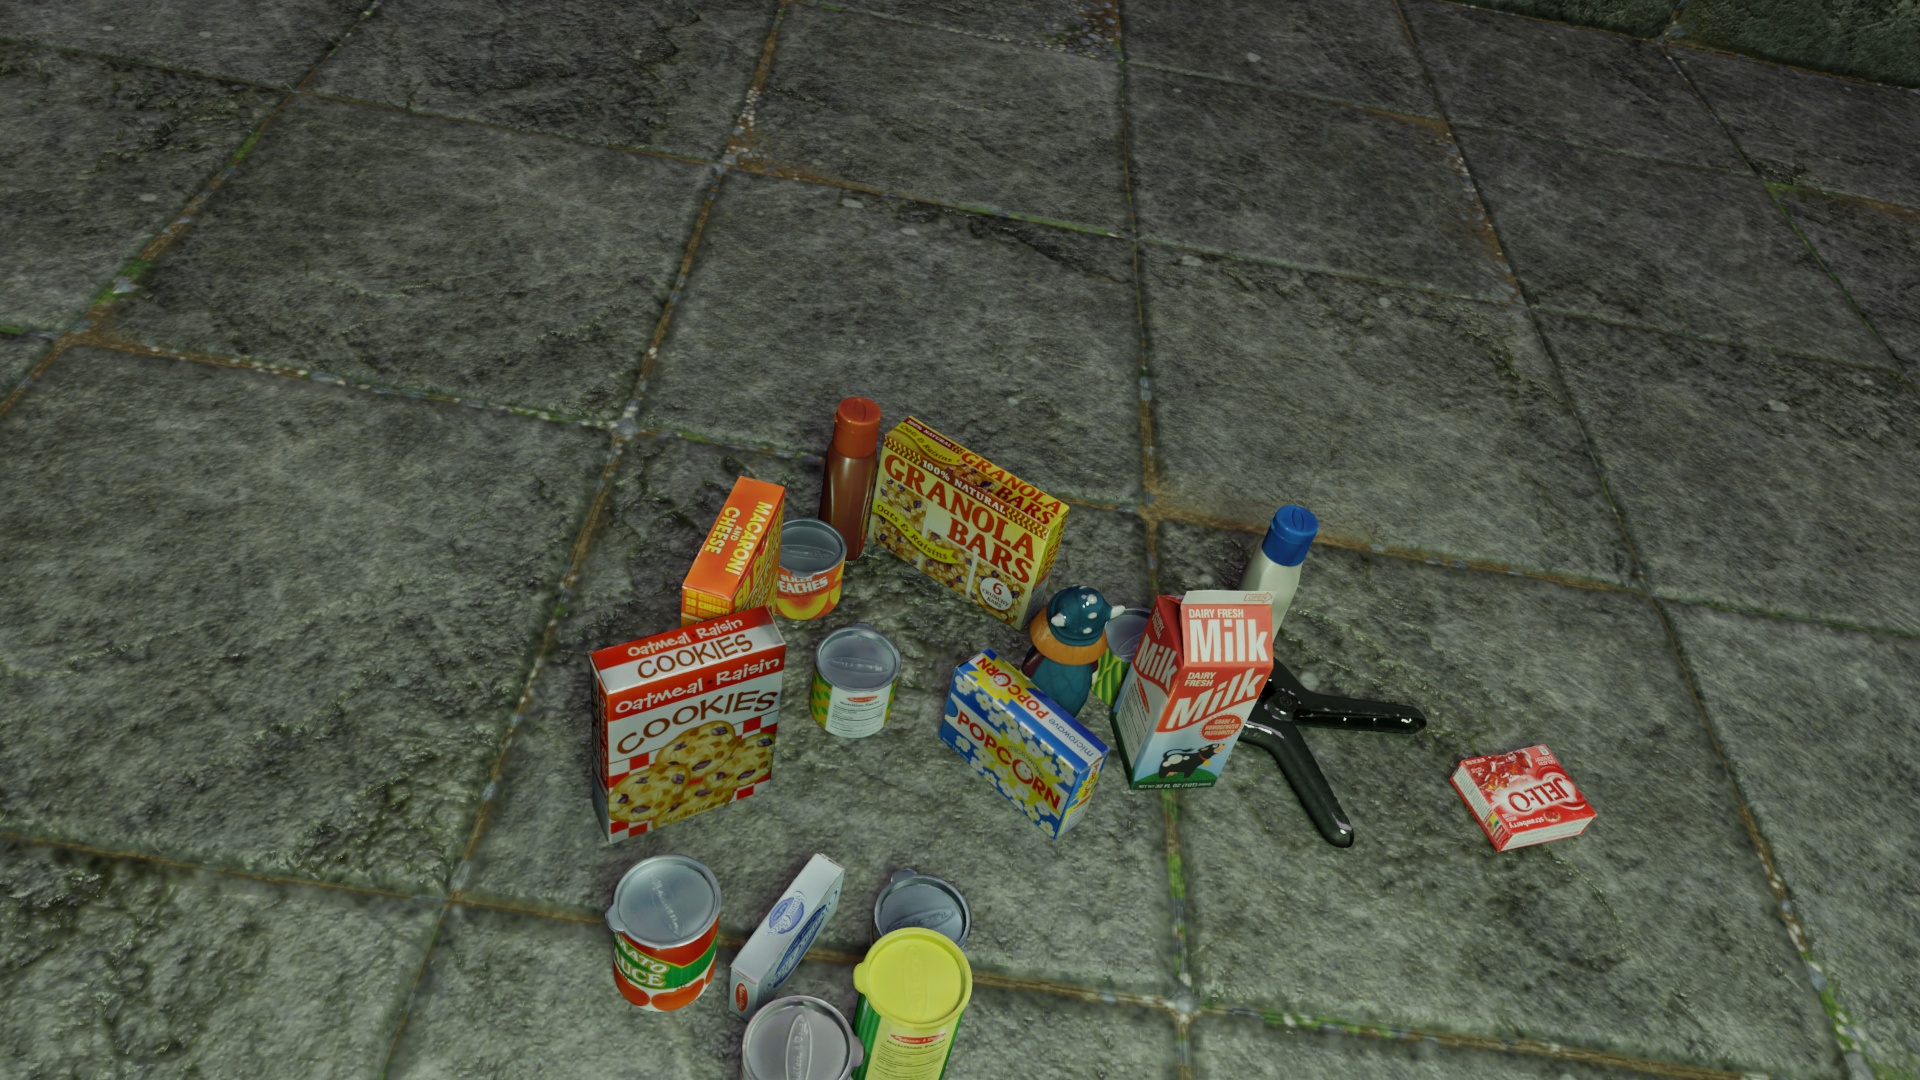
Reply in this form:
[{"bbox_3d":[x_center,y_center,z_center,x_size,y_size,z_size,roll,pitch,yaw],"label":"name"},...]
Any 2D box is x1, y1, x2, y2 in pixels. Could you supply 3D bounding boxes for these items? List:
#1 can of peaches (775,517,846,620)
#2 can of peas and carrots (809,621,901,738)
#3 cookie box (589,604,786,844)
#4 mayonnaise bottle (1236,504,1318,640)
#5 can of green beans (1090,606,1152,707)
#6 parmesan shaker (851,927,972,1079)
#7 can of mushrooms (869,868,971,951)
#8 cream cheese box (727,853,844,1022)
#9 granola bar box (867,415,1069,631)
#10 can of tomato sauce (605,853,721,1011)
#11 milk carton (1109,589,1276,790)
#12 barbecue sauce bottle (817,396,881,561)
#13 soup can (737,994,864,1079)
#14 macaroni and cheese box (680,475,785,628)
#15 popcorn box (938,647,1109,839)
[{"bbox_3d":[-0.131,0.026,1.152,0.071,0.057,0.071,7,43,-6],"label":"can of peaches"},{"bbox_3d":[-0.082,0.108,1.076,0.071,0.058,0.071,7,43,-6],"label":"can of peas and carrots"},{"bbox_3d":[-0.189,0.126,0.952,0.123,0.166,0.040,-15,50,-27],"label":"cookie box"},{"bbox_3d":[0.261,0.036,1.170,0.041,0.147,0.065,10,43,-3],"label":"mayonnaise bottle"},{"bbox_3d":[0.141,0.098,1.142,0.071,0.057,0.071,7,43,-6],"label":"can of green beans"},{"bbox_3d":[-0.036,0.295,0.858,0.071,0.102,0.072,7,43,-6],"label":"parmesan shaker"},{"bbox_3d":[-0.029,0.262,0.946,0.071,0.033,0.071,7,43,-6],"label":"can of mushrooms"},{"bbox_3d":[-0.115,0.260,0.912,0.024,0.053,0.104,26,44,14],"label":"cream cheese box"},{"bbox_3d":[0.004,-0.015,1.179,0.166,0.123,0.039,31,46,19],"label":"granola bar box"},{"bbox_3d":[-0.189,0.251,0.882,0.071,0.082,0.071,7,43,-6],"label":"can of tomato sauce"},{"bbox_3d":[0.176,0.103,1.047,0.072,0.189,0.074,0,44,-13],"label":"milk carton"},{"bbox_3d":[-0.095,-0.054,1.179,0.044,0.147,0.065,3,44,-10],"label":"barbecue sauce bottle"},{"bbox_3d":[-0.097,0.322,0.829,0.071,0.083,0.072,7,43,-6],"label":"soup can"},{"bbox_3d":[-0.170,0.054,1.034,0.040,0.165,0.124,15,43,2],"label":"macaroni and cheese box"},{"bbox_3d":[0.046,0.152,1.042,0.127,0.084,0.038,39,49,25],"label":"popcorn box"}]
